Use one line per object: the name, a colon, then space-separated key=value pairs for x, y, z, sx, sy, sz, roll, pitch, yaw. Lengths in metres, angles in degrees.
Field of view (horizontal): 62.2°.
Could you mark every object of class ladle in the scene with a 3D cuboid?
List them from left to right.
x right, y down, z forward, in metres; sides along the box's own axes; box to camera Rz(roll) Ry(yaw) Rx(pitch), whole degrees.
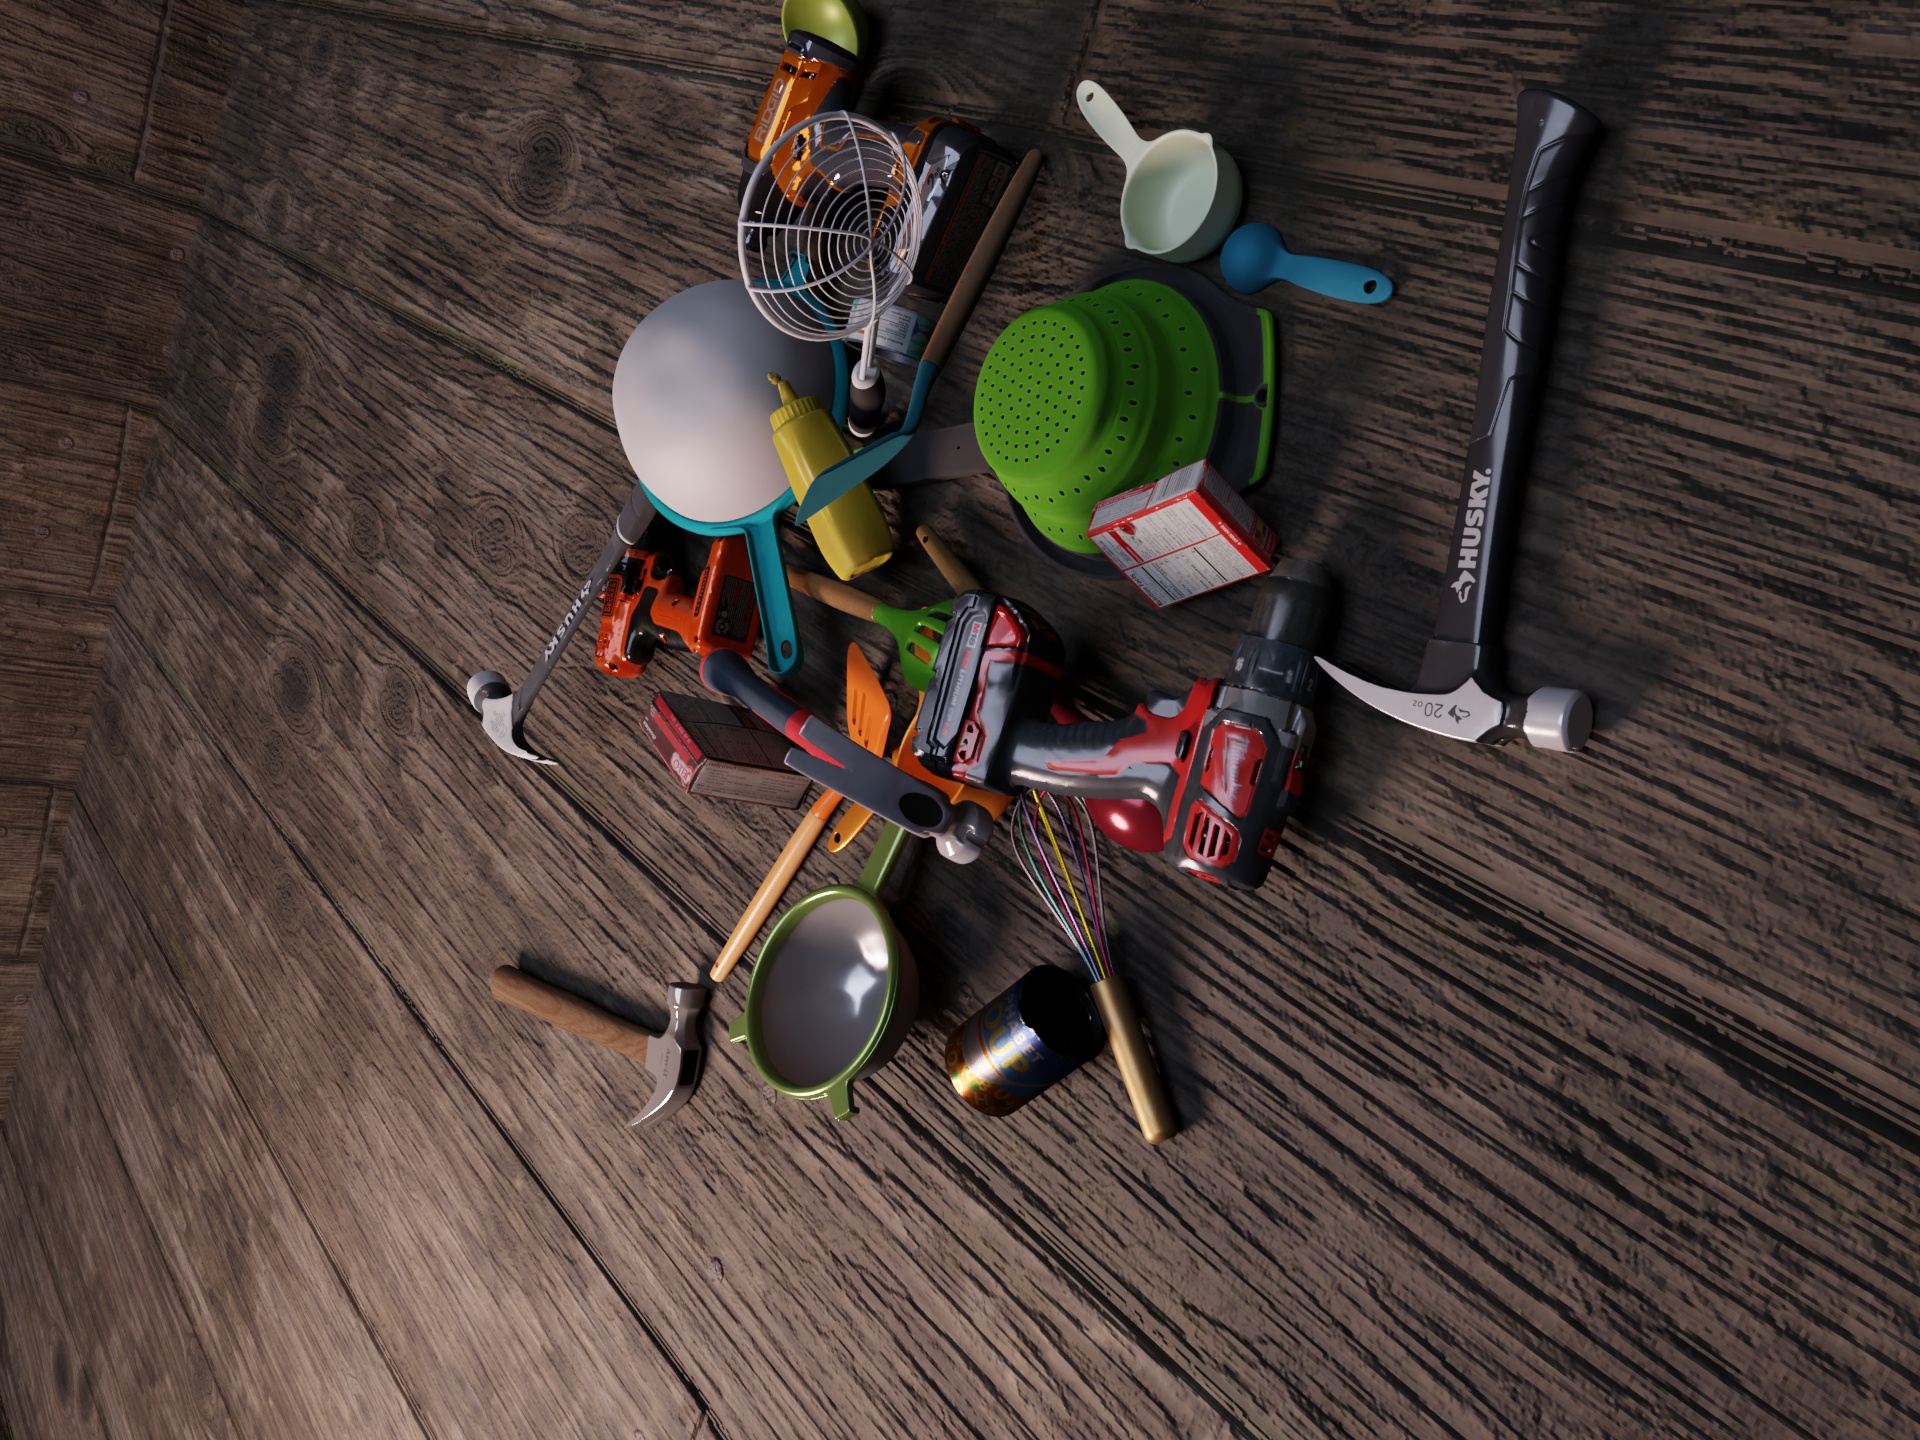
ladle: x=-0.121 y=-0.421 z=1.264 sx=0.078 sy=0.062 sz=0.320 roll=10 pitch=94 yaw=39
ladle: x=0.048 y=-0.034 z=1.045 sx=0.069 sy=0.031 sz=0.316 roll=-53 pitch=51 yaw=22

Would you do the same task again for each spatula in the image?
spatula: x=-0.126 y=0.086 z=1.211 sx=0.322 sy=0.041 sz=0.081 roll=-57 pitch=43 yaw=27
spatula: x=-0.019 y=-0.261 z=1.055 sx=0.318 sy=0.044 sz=0.082 roll=-65 pitch=6 yaw=-18

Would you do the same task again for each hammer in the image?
hammer: x=-0.332 y=0.269 z=1.415 sx=0.331 sy=0.031 sz=0.130 roll=7 pitch=89 yaw=48
hammer: x=-0.290 y=-0.144 z=1.342 sx=0.409 sy=0.036 sz=0.149 roll=-56 pitch=44 yaw=13
hammer: x=-0.120 y=-0.002 z=1.097 sx=0.038 sy=0.143 sz=0.387 roll=-59 pitch=31 yaw=-1
hammer: x=0.274 y=-0.156 z=0.820 sx=0.146 sy=0.035 sz=0.335 roll=10 pitch=92 yaw=46

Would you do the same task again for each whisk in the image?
whisk: x=0.084 y=0.141 z=0.986 sx=0.047 sy=0.051 sz=0.245 roll=-53 pitch=52 yaw=56

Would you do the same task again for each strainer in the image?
strainer: x=-0.182 y=-0.197 z=1.207 sx=0.211 sy=0.095 sz=0.341 roll=-22 pitch=69 yaw=24
strainer: x=-0.057 y=0.148 z=1.124 sx=0.152 sy=0.069 sz=0.256 roll=20 pitch=83 yaw=48

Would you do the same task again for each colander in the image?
colander: x=0.020 y=-0.194 z=1.053 sx=0.397 sy=0.094 sz=0.204 roll=-1 pitch=84 yaw=47

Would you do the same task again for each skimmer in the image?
skimmer: x=-0.081 y=-0.265 z=1.036 sx=0.090 sy=0.363 sz=0.127 roll=40 pitch=82 yaw=0

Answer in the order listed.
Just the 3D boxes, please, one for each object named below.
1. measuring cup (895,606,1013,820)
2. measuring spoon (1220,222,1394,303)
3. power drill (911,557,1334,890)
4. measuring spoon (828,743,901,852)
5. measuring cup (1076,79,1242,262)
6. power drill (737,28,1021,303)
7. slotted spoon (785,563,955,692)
measuring cup: x=-0.002 y=-0.003 z=1.090 sx=0.095 sy=0.052 sz=0.174 roll=-39 pitch=43 yaw=36
measuring spoon: x=0.197 y=-0.264 z=0.925 sx=0.129 sy=0.021 sz=0.042 roll=33 pitch=109 yaw=45
power drill: x=0.100 y=-0.018 z=0.929 sx=0.227 sy=0.080 sz=0.188 roll=16 pitch=88 yaw=29
measuring spoon: x=-0.070 y=0.059 z=1.175 sx=0.117 sy=0.011 sz=0.021 roll=-51 pitch=52 yaw=30
measuring cup: x=0.122 y=-0.354 z=1.009 sx=0.083 sy=0.038 sz=0.168 roll=-51 pitch=50 yaw=30
power drill: x=-0.076 y=-0.392 z=1.170 sx=0.227 sy=0.084 sz=0.164 roll=40 pitch=114 yaw=31
slotted spoon: x=-0.071 y=-0.081 z=1.155 sx=0.070 sy=0.031 sz=0.314 roll=-56 pitch=34 yaw=-5
